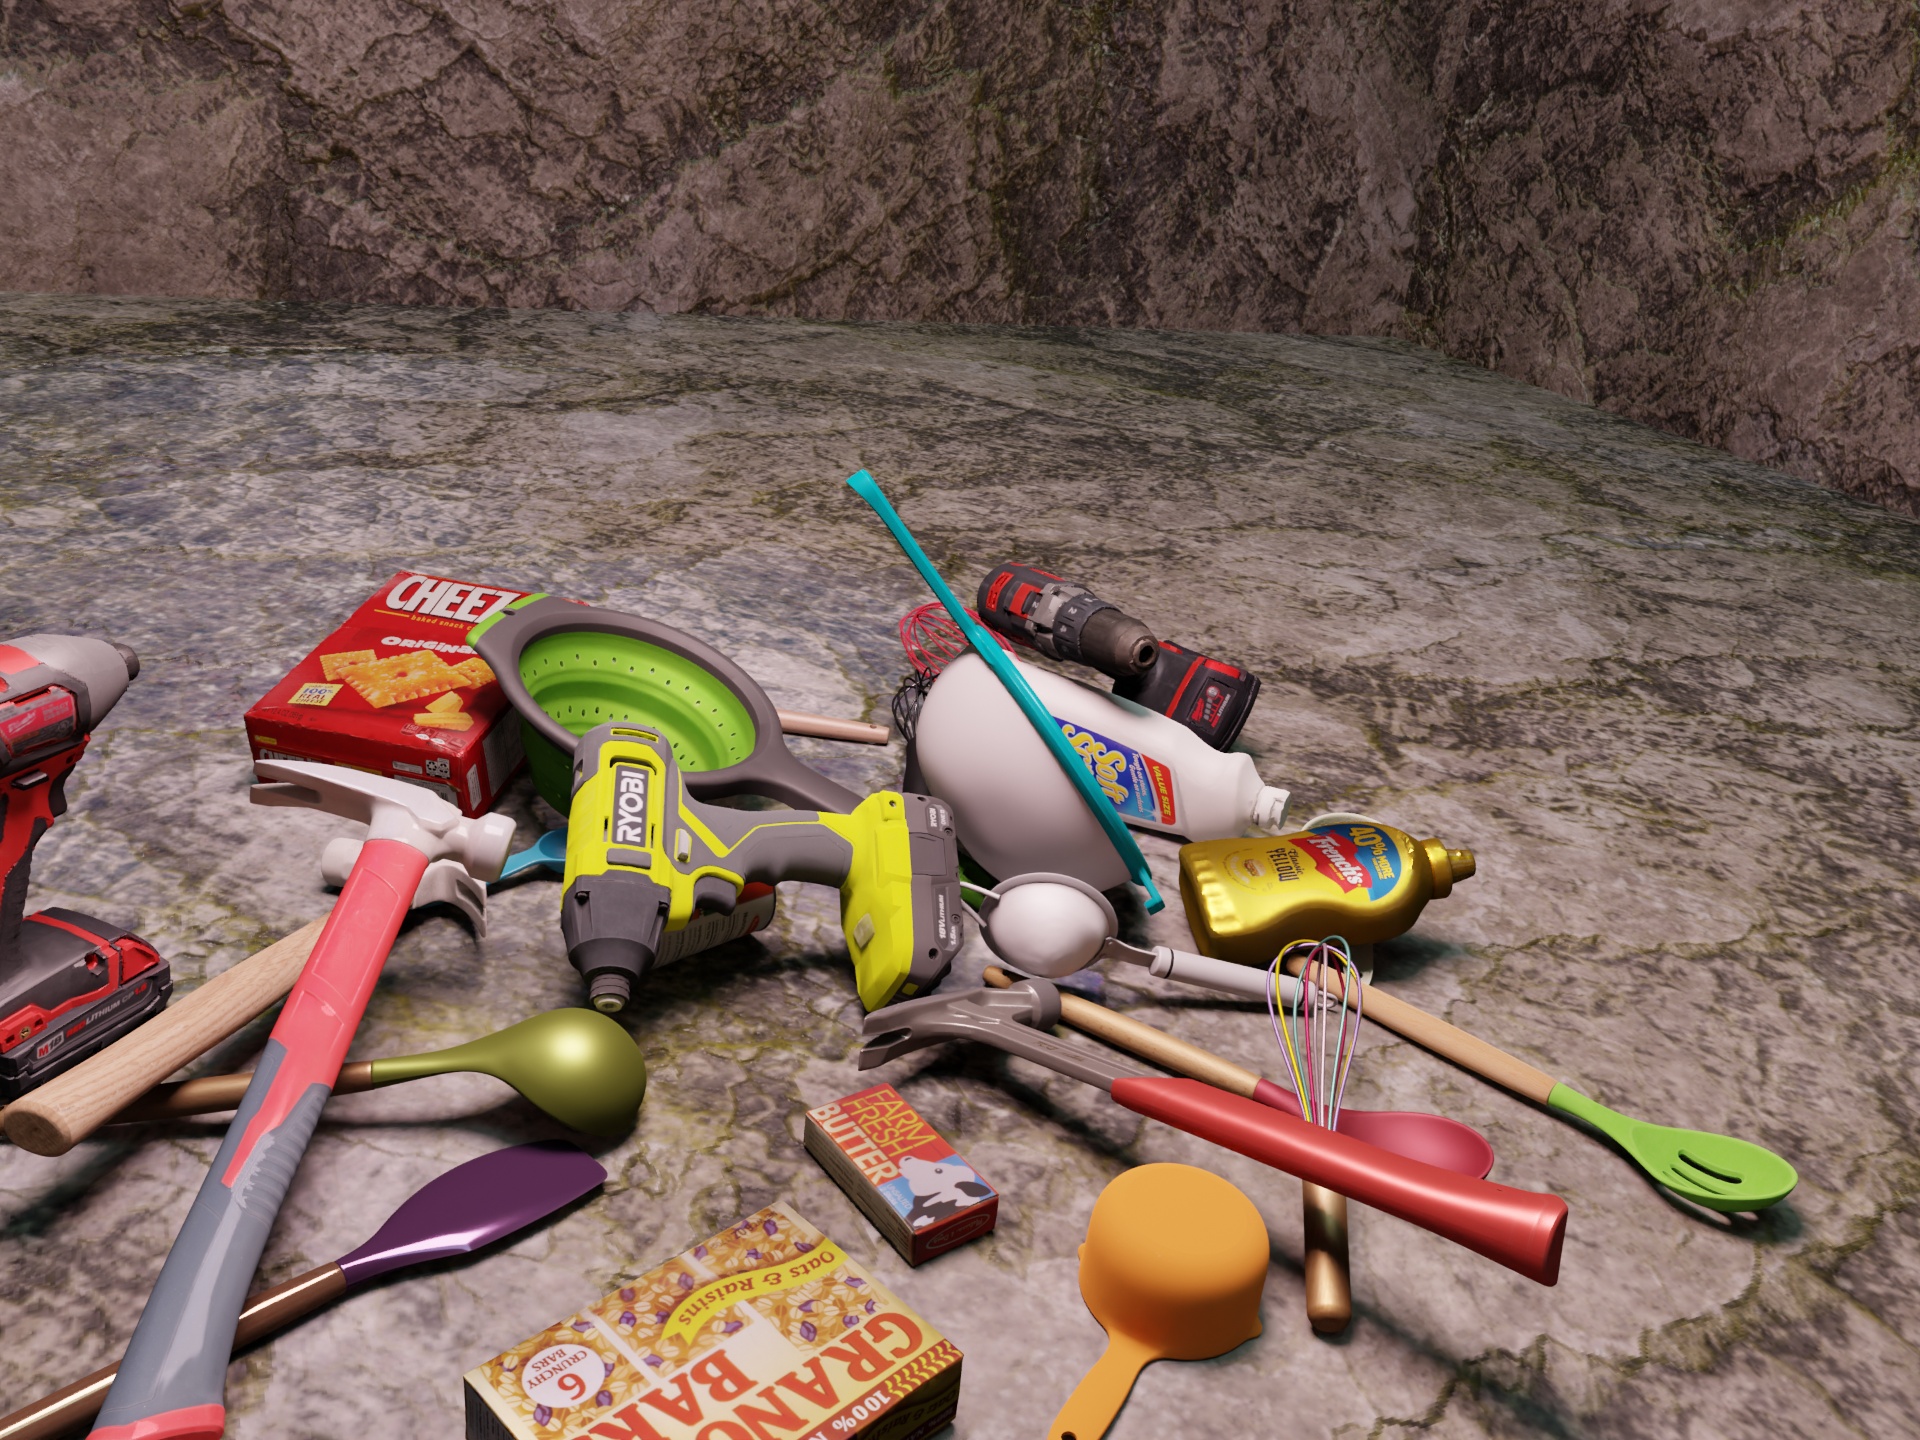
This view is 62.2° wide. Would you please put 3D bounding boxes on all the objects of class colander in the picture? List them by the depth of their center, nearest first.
[{"bbox_3d":[-0.164,0.053,1.105,0.397,0.094,0.204,29,26,4],"label":"colander"}]

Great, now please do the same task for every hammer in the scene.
[{"bbox_3d":[-0.324,0.159,0.741,0.143,0.038,0.387,16,35,-11],"label":"hammer"},{"bbox_3d":[0.119,0.198,0.794,0.359,0.036,0.149,13,10,41],"label":"hammer"},{"bbox_3d":[-0.366,0.136,0.851,0.130,0.031,0.331,6,17,12],"label":"hammer"}]

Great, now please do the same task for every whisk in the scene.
[{"bbox_3d":[0.195,0.207,0.841,0.047,0.051,0.245,40,35,-22],"label":"whisk"},{"bbox_3d":[-0.028,0.023,1.244,0.055,0.055,0.239,6,28,-4],"label":"whisk"},{"bbox_3d":[0.057,-0.025,1.361,0.296,0.073,0.073,33,34,32],"label":"whisk"}]

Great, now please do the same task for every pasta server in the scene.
[{"bbox_3d":[-0.214,-0.016,1.282,0.316,0.040,0.060,9,36,0],"label":"pasta server"}]

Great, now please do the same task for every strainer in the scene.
[{"bbox_3d":[0.117,0.148,0.980,0.258,0.086,0.050,14,38,-11],"label":"strainer"},{"bbox_3d":[-0.002,-0.003,1.059,0.095,0.340,0.211,-36,17,0],"label":"strainer"}]

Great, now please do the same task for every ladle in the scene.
[{"bbox_3d":[-0.321,0.192,0.800,0.320,0.062,0.078,-5,22,-11],"label":"ladle"},{"bbox_3d":[0.147,0.202,0.916,0.315,0.031,0.069,19,31,28],"label":"ladle"}]

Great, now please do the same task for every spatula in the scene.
[{"bbox_3d":[-0.295,0.252,0.689,0.060,0.018,0.316,21,26,36],"label":"spatula"}]

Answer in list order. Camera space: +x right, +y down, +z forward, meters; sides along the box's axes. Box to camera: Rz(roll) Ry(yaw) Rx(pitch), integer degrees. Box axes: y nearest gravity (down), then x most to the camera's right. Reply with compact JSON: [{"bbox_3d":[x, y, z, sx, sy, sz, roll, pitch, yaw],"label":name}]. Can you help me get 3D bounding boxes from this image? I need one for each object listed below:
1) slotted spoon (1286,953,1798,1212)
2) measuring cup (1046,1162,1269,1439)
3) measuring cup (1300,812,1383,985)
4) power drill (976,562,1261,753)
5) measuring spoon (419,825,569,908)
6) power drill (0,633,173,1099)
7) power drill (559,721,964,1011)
[{"bbox_3d":[0.331,0.210,0.951,0.314,0.031,0.070,25,29,37],"label":"slotted spoon"},{"bbox_3d":[0.083,0.265,0.724,0.095,0.052,0.173,19,24,24],"label":"measuring cup"},{"bbox_3d":[0.271,0.133,1.106,0.083,0.038,0.168,6,41,6],"label":"measuring cup"},{"bbox_3d":[0.138,-0.045,1.258,0.226,0.080,0.188,27,1,-38],"label":"power drill"},{"bbox_3d":[-0.293,0.102,1.030,0.128,0.021,0.042,-21,35,-32],"label":"measuring spoon"},{"bbox_3d":[-0.471,0.065,0.804,0.078,0.219,0.143,15,25,16],"label":"power drill"},{"bbox_3d":[-0.117,0.098,0.922,0.223,0.080,0.171,11,50,-21],"label":"power drill"}]
